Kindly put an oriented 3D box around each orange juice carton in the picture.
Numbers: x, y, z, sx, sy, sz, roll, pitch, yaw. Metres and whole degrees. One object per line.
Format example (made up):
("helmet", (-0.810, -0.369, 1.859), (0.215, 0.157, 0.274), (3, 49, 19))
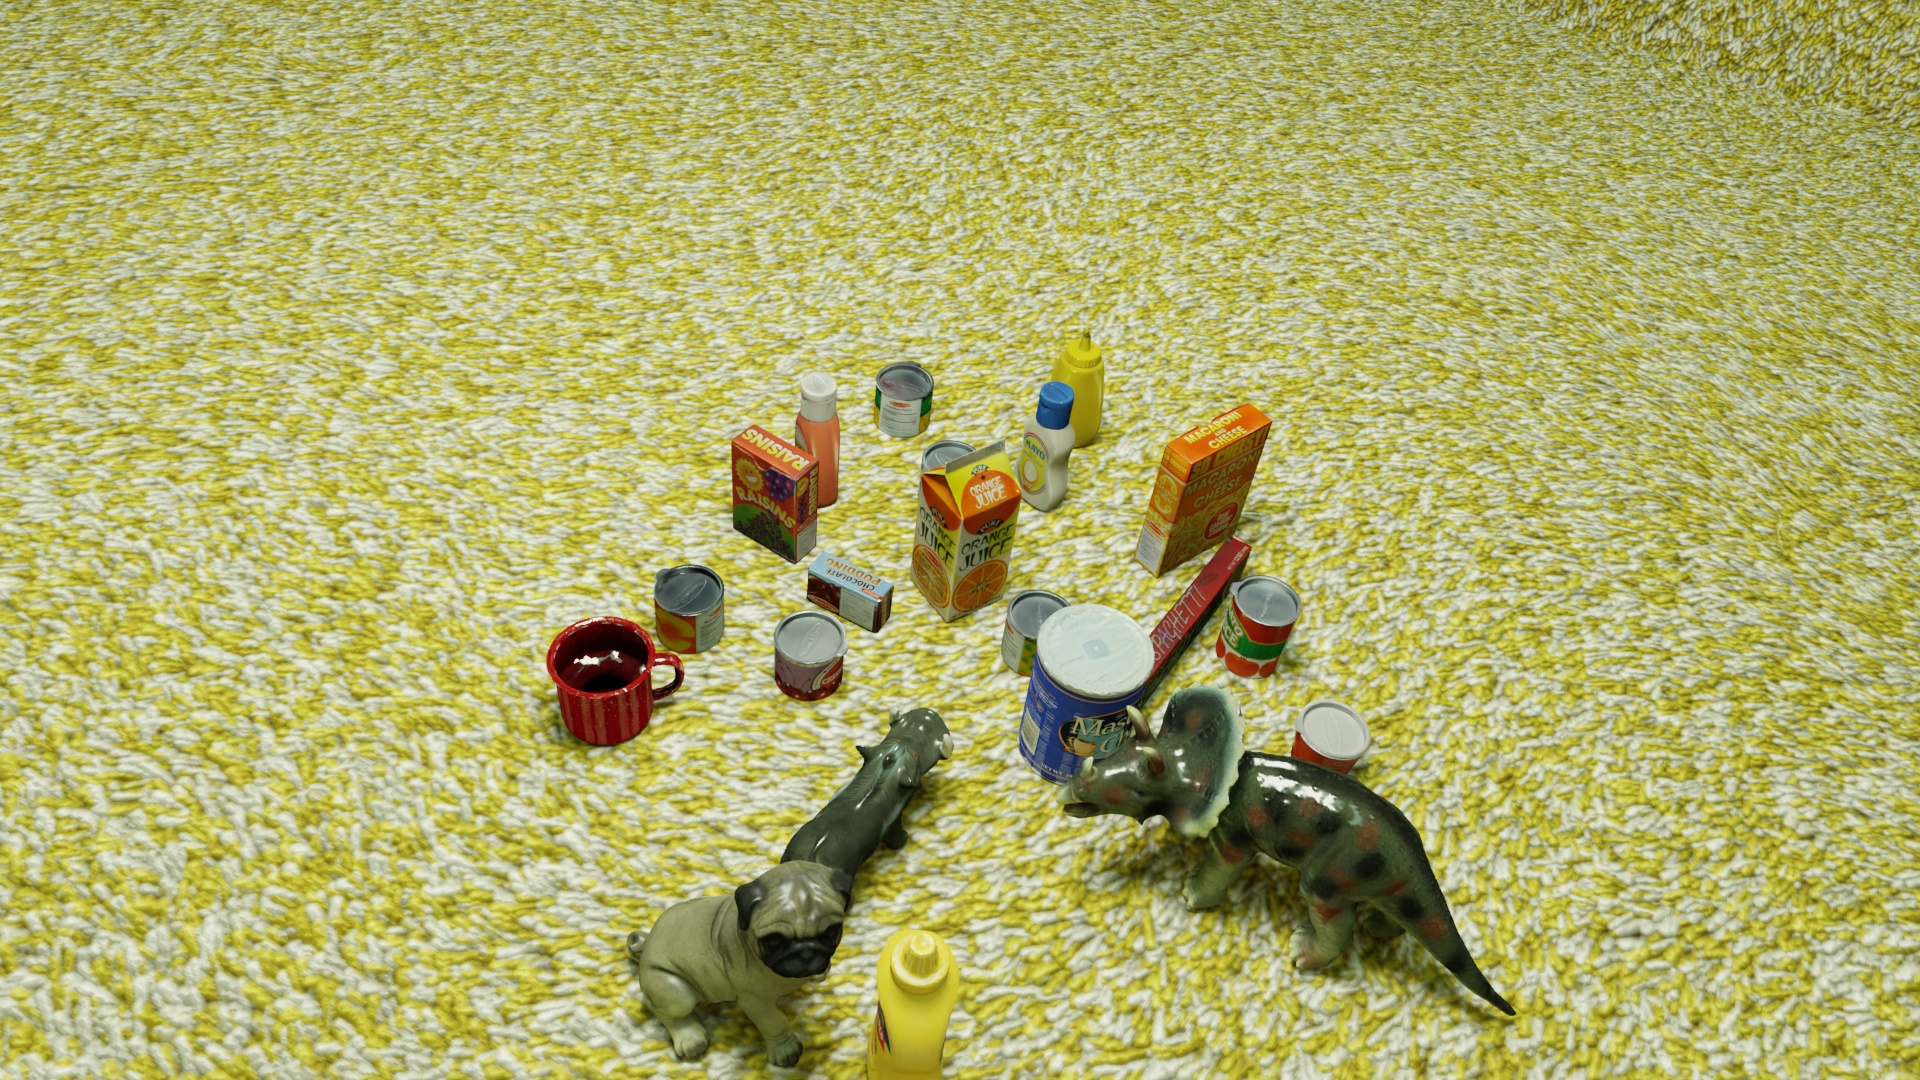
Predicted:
("orange juice carton", (0.005, -0.017, 1.354), (0.072, 0.191, 0.073), (-23, 53, -28))

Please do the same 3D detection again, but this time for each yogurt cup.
("yogurt cup", (0.341, 0.190, 1.294), (0.072, 0.053, 0.073), (4, 45, -4))

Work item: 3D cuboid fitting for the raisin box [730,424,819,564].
("raisin box", (-0.188, -0.046, 1.403), (0.086, 0.122, 0.040), (30, 49, 20))

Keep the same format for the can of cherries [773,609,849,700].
("can of cherries", (-0.140, 0.109, 1.301), (0.071, 0.058, 0.072), (4, 45, -4))

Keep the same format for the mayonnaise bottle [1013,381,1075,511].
("mayonnaise bottle", (0.092, -0.102, 1.483), (0.041, 0.147, 0.065), (-27, 55, -31))

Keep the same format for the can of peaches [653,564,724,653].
("can of peaches", (-0.261, 0.065, 1.328), (0.071, 0.057, 0.071), (4, 45, -4))

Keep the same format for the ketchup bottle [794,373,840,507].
("ketchup bottle", (-0.149, -0.107, 1.452), (0.044, 0.148, 0.065), (-16, 50, -22))

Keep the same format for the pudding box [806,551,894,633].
("pudding box", (-0.110, 0.051, 1.370), (0.084, 0.049, 0.030), (25, 47, 16))

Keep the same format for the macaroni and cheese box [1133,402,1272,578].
("macaroni and cheese box", (0.250, -0.052, 1.443), (0.124, 0.165, 0.040), (-27, 55, -30))

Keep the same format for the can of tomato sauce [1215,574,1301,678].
("can of tomato sauce", (0.291, 0.086, 1.371), (0.071, 0.082, 0.071), (4, 45, -4))

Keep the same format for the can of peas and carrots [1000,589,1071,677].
("can of peas and carrots", (0.077, 0.091, 1.351), (0.071, 0.058, 0.071), (4, 45, -4))

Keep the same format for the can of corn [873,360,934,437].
("can of corn", (-0.064, -0.161, 1.582), (0.071, 0.058, 0.071), (4, 45, -4))

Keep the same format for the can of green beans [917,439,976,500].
("can of green beans", (-0.011, -0.065, 1.495), (0.071, 0.057, 0.071), (4, 45, -4))

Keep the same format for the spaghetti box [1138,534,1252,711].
("spaghetti box", (0.221, 0.084, 1.385), (0.029, 0.049, 0.251), (29, 48, 20))

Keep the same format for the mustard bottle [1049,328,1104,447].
("mustard bottle", (0.132, -0.175, 1.553), (0.065, 0.159, 0.049), (-2, 46, -10))
